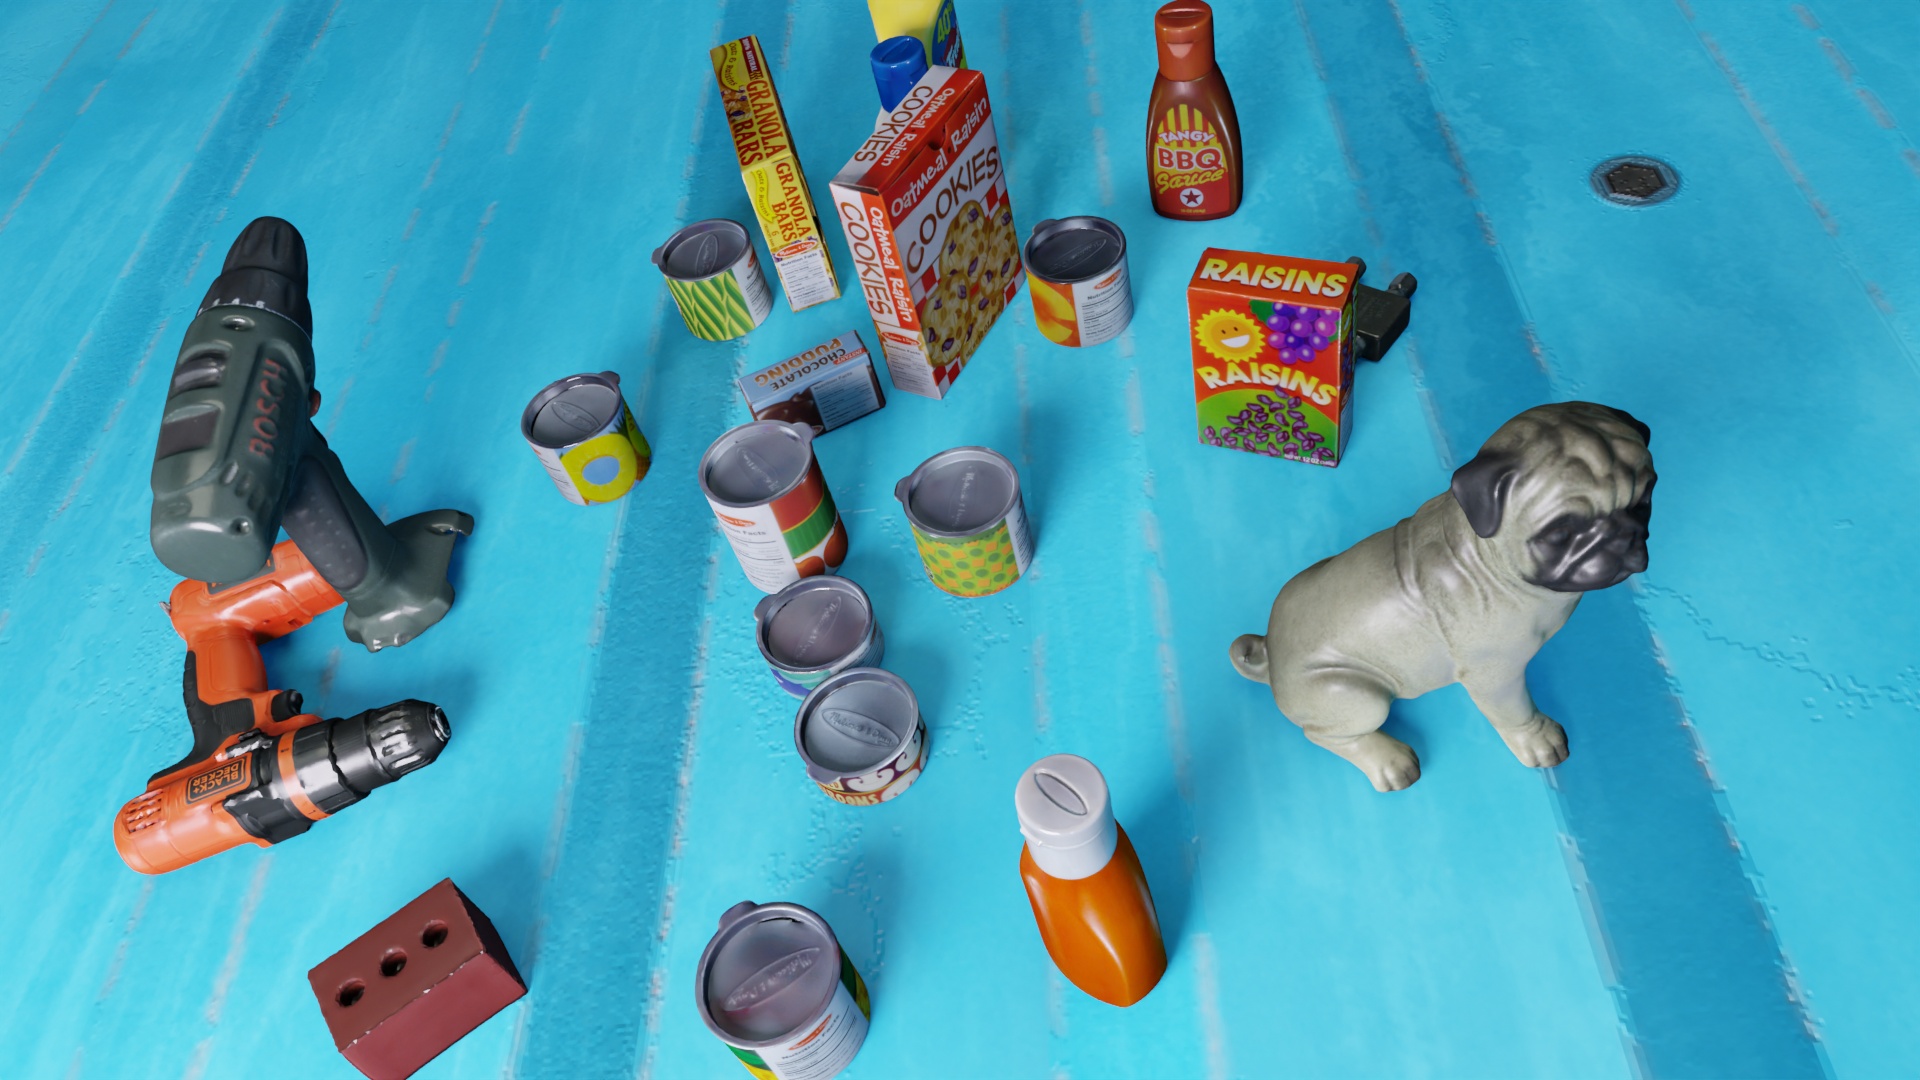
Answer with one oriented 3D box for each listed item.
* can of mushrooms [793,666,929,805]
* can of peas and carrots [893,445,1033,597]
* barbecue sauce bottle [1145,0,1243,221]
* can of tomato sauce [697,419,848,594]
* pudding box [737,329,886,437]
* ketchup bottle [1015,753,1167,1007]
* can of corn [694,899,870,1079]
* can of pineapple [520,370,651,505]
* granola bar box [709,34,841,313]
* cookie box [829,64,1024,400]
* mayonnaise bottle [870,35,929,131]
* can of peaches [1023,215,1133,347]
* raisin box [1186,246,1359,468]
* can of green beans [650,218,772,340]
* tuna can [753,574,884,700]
[{"bbox_3d":[-0.052,0.104,0.721,0.071,0.033,0.071,-7,50,8],"label":"can of mushrooms"},{"bbox_3d":[0.003,-0.010,0.786,0.071,0.058,0.071,-7,50,8],"label":"can of peas and carrots"},{"bbox_3d":[0.152,-0.282,0.918,0.065,0.147,0.044,5,53,18],"label":"barbecue sauce bottle"},{"bbox_3d":[-0.105,-0.019,0.805,0.071,0.082,0.071,-7,50,8],"label":"can of tomato sauce"},{"bbox_3d":[-0.095,-0.094,0.886,0.084,0.049,0.030,-25,50,-8],"label":"pudding box"},{"bbox_3d":[0.052,0.143,0.586,0.044,0.148,0.065,-41,53,-19],"label":"ketchup bottle"},{"bbox_3d":[-0.080,0.204,0.627,0.071,0.058,0.071,-7,50,8],"label":"can of corn"},{"bbox_3d":[-0.237,-0.065,0.892,0.071,0.057,0.071,-7,50,8],"label":"can of pineapple"},{"bbox_3d":[-0.131,-0.262,0.986,0.039,0.123,0.166,-18,49,-1],"label":"granola bar box"},{"bbox_3d":[-0.014,-0.190,0.870,0.040,0.166,0.123,17,57,26],"label":"cookie box"},{"bbox_3d":[-0.028,-0.271,0.953,0.041,0.147,0.065,27,62,31],"label":"mayonnaise bottle"},{"bbox_3d":[0.076,-0.169,0.901,0.071,0.057,0.071,-7,50,8],"label":"can of peaches"},{"bbox_3d":[0.176,-0.102,0.778,0.086,0.122,0.040,13,55,23],"label":"raisin box"},{"bbox_3d":[-0.171,-0.182,0.974,0.071,0.057,0.071,-7,50,8],"label":"can of green beans"},{"bbox_3d":[-0.079,0.054,0.770,0.071,0.032,0.071,-7,50,8],"label":"tuna can"}]
